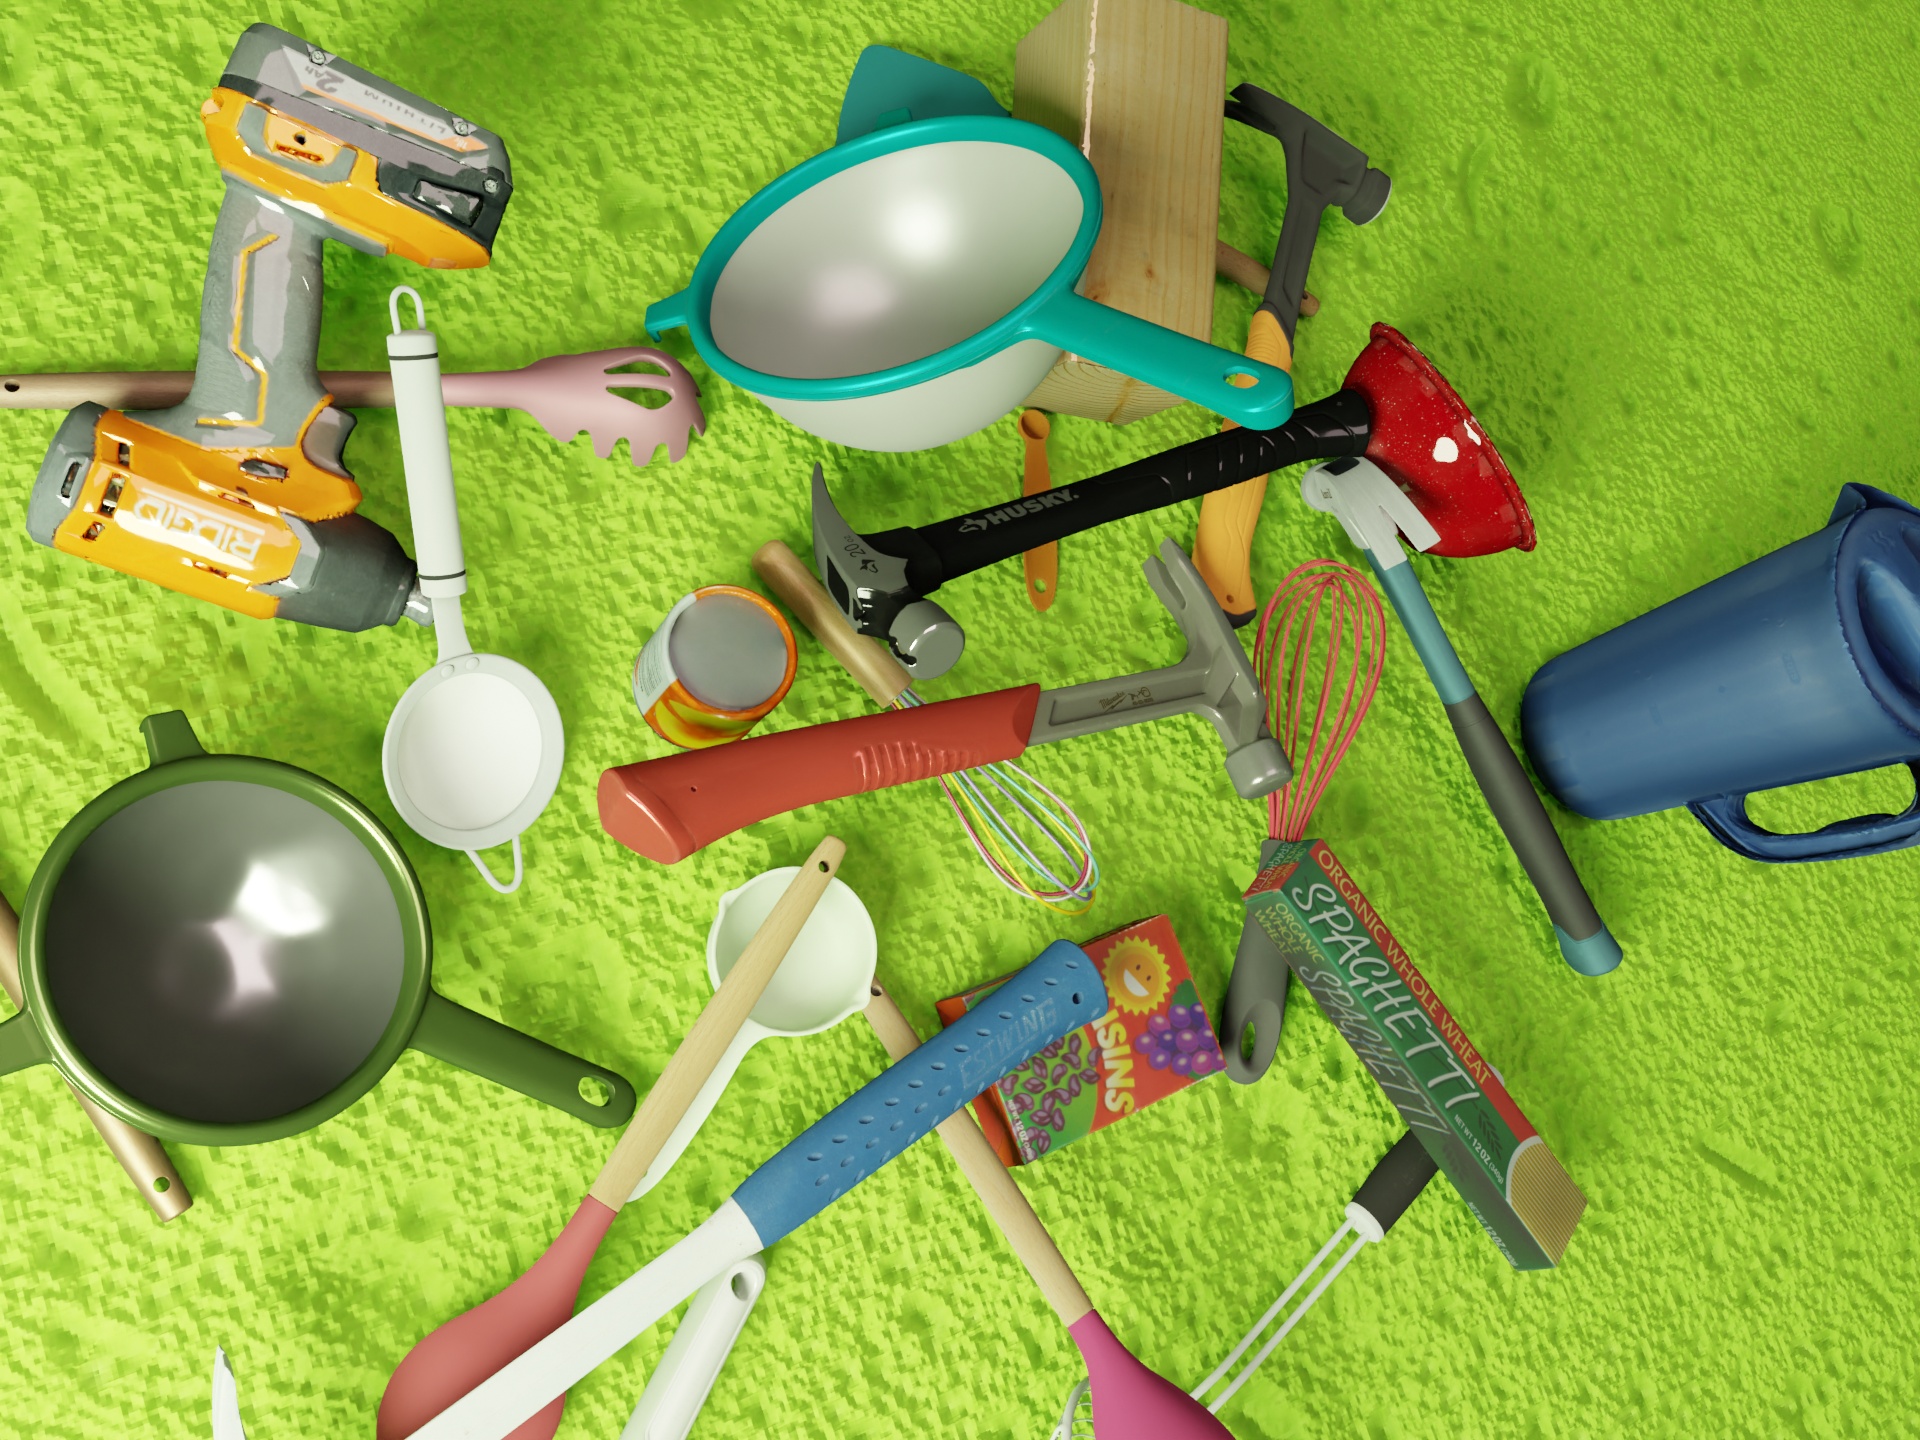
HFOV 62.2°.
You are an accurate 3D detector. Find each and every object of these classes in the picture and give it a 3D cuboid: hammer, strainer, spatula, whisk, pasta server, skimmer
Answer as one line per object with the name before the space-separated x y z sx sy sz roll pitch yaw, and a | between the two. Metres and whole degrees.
hammer | 0.079 -0.120 0.824 0.334 0.035 0.146 -21 46 -25
strainer | -0.218 -0.052 0.676 0.087 0.050 0.258 -20 116 -44
hammer | -0.099 0.207 0.651 0.405 0.035 0.144 -31 99 -27
spatula | 0.081 -0.308 0.946 0.317 0.044 0.082 21 67 -22
hammer | 0.292 -0.002 0.912 0.033 0.128 0.331 -29 96 4
whisk | -0.143 0.325 0.638 0.057 0.059 0.246 42 57 -21
whisk | -0.017 0.004 0.795 0.245 0.051 0.047 47 68 -1
hammer | 0.173 -0.209 0.933 0.127 0.034 0.337 23 71 -25
strainer | -0.254 0.118 0.650 0.256 0.069 0.152 33 51 -31
hammer | -0.001 -0.002 0.759 0.359 0.036 0.149 -11 67 -33
whisk | 0.177 0.049 0.862 0.073 0.073 0.296 18 74 -18
pasta server | -0.272 -0.150 0.738 0.316 0.040 0.060 -5 77 -21
strainer | 0.021 -0.177 0.764 0.341 0.095 0.211 31 68 35
skimmer | 0.177 0.283 0.768 0.363 0.090 0.127 -37 88 -29

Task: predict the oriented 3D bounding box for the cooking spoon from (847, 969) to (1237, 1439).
cooking spoon | 0.039 0.243 0.707 0.068 0.017 0.319 -22 66 -35

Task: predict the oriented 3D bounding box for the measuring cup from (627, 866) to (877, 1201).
measuring cup | -0.104 0.142 0.720 0.083 0.038 0.167 37 73 -7

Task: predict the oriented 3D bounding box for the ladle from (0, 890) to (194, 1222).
ladle | -0.384 0.055 0.607 0.078 0.062 0.320 -33 92 -30

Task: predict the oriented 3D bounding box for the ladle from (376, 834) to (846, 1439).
ladle | -0.135 0.181 0.670 0.069 0.031 0.315 36 71 -11

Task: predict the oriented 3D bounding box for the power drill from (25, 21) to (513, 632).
power drill | -0.271 -0.152 0.678 0.164 0.084 0.226 22 89 -22

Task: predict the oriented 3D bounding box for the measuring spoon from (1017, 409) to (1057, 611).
measuring spoon | 0.041 -0.115 0.877 0.021 0.011 0.117 4 76 -25
